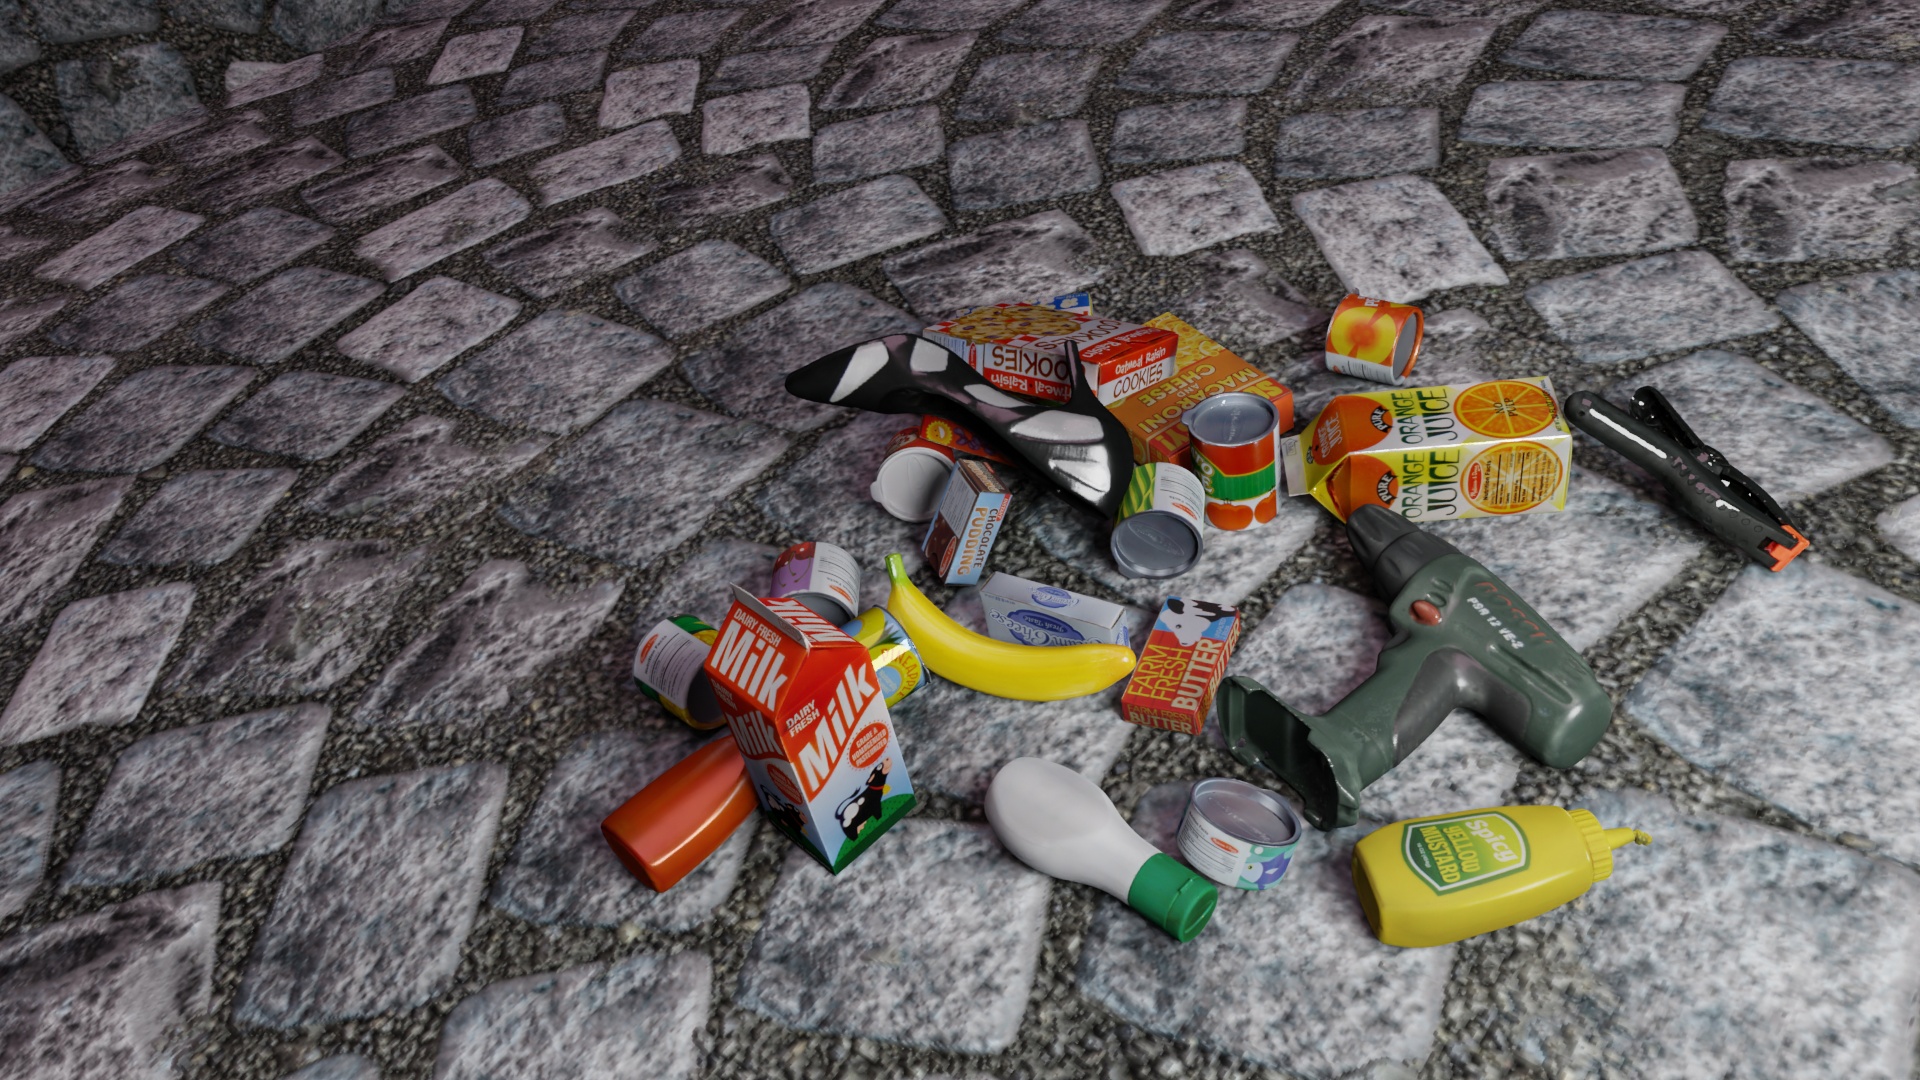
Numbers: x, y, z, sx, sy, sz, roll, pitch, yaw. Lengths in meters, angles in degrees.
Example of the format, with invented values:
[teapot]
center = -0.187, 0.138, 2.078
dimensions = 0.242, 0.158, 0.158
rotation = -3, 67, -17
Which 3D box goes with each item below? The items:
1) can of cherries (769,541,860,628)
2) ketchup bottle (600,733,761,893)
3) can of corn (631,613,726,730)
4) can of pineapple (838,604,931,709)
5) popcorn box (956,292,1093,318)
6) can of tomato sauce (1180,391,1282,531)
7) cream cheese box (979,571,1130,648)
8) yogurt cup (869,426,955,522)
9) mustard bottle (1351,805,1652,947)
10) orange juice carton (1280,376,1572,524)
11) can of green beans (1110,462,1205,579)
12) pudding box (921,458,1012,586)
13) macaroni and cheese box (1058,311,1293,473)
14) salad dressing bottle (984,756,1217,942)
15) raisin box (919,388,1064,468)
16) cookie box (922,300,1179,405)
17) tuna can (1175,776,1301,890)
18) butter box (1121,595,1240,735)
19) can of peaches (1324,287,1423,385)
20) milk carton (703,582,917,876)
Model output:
[can of cherries]
center = -0.109, 0.044, 1.014
dimensions = 0.071, 0.071, 0.059
rotation = -9, 40, 6
[ketchup bottle]
center = -0.157, 0.160, 0.906
dimensions = 0.065, 0.043, 0.149
rotation = 28, 54, 37
[can of corn]
center = -0.185, 0.093, 0.979
dimensions = 0.058, 0.070, 0.071
rotation = 25, 53, 36
[can of pineapple]
center = -0.064, 0.087, 0.949
dimensions = 0.058, 0.070, 0.071
rotation = -32, 43, -20
[popcorn box]
center = 0.059, -0.179, 1.251
dimensions = 0.127, 0.038, 0.085
rotation = -7, 40, 8
[can of tomato sauce]
center = 0.203, -0.058, 1.034
dimensions = 0.071, 0.082, 0.071
rotation = -8, 40, 7
[cream cheese box]
center = 0.066, 0.059, 0.957
dimensions = 0.104, 0.053, 0.024
rotation = 15, 47, 29
[yogurt cup]
center = -0.033, -0.056, 1.113
dimensions = 0.072, 0.072, 0.054
rotation = -9, 32, 5
[mustard bottle]
center = 0.299, 0.175, 0.759
dimensions = 0.160, 0.048, 0.065
rotation = -13, 41, 0
[orange juice carton]
center = 0.334, -0.062, 1.011
dimensions = 0.193, 0.072, 0.072
rotation = -4, 41, 11
[can of green beans]
center = 0.144, -0.015, 1.012
dimensions = 0.071, 0.071, 0.058
rotation = -2, 40, 13
[pudding box]
center = 0.004, -0.013, 1.035
dimensions = 0.030, 0.083, 0.050
rotation = 6, 30, -30
[macaroni and cheese box]
center = 0.173, -0.119, 1.148
dimensions = 0.124, 0.040, 0.167
rotation = -28, 42, -16
[salad dressing bottle]
center = 0.081, 0.181, 0.817
dimensions = 0.148, 0.043, 0.064
rotation = 28, 50, 37
[raisin box]
center = 0.039, -0.092, 1.106
dimensions = 0.123, 0.040, 0.086
rotation = 18, 23, 11
[cookie box]
center = 0.073, -0.154, 1.123
dimensions = 0.167, 0.040, 0.123
rotation = 17, 28, 33
[tuna can]
center = 0.161, 0.168, 0.799
dimensions = 0.071, 0.032, 0.071
rotation = 14, 21, -5
[butter box]
center = 0.148, 0.083, 0.929
dimensions = 0.053, 0.024, 0.104
rotation = 8, 44, 24
[can of peaches]
center = 0.339, -0.166, 1.135
dimensions = 0.058, 0.071, 0.071
rotation = 21, 50, 33
[milk carton]
center = -0.092, 0.107, 0.837
dimensions = 0.074, 0.189, 0.072
rotation = -38, 45, -27
